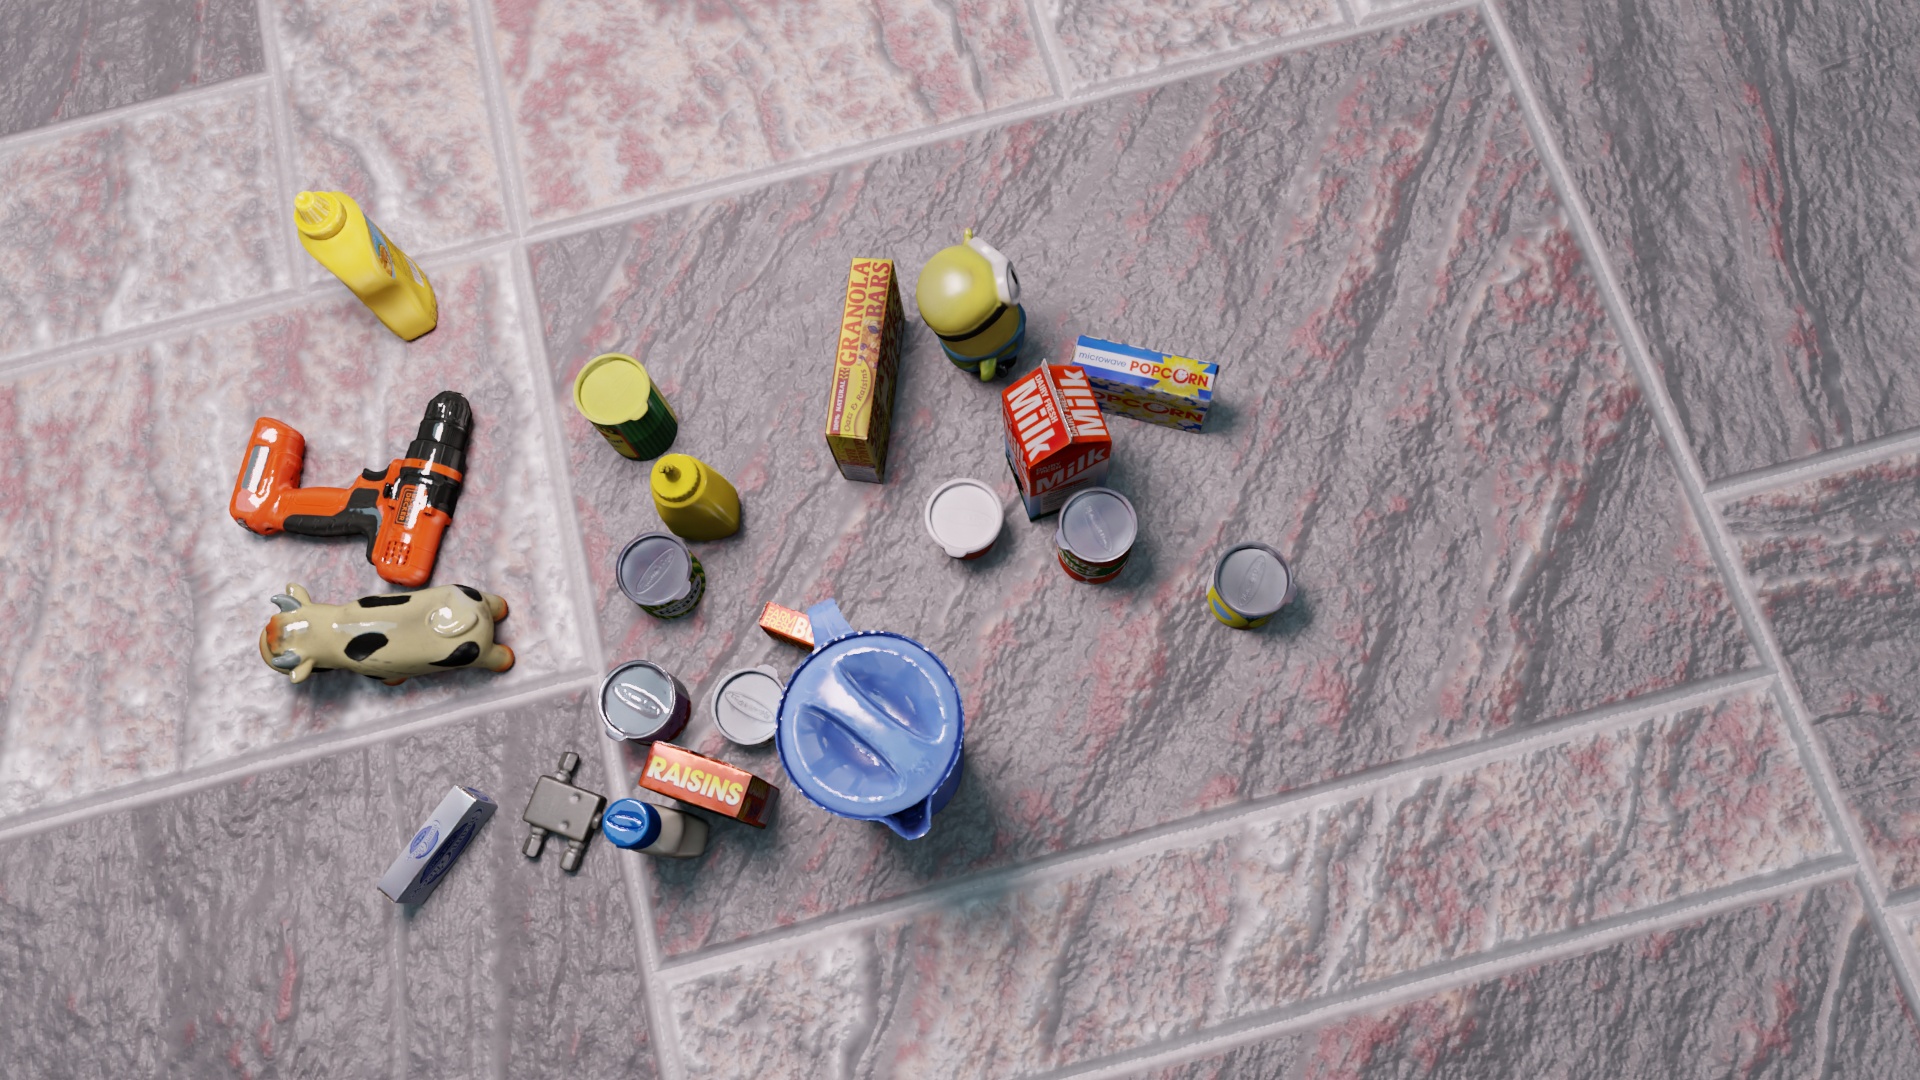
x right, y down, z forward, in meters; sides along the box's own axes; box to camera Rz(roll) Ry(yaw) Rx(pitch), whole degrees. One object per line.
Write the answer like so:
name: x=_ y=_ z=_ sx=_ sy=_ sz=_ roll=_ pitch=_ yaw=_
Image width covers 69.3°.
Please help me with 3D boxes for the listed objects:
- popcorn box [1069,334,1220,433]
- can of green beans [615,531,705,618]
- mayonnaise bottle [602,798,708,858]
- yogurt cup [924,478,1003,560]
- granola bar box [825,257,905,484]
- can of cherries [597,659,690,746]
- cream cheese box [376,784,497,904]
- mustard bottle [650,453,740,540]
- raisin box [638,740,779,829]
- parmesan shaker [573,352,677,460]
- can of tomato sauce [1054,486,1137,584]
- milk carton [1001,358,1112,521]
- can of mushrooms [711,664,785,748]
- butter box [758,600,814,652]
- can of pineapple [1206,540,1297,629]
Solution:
popcorn box: x=0.160 y=-0.138 z=1.232 sx=0.127 sy=0.085 sz=0.038 roll=13 pitch=75 yaw=6
can of green beans: x=-0.262 y=0.031 z=1.217 sx=0.071 sy=0.057 sz=0.071 roll=-1 pitch=74 yaw=3
mayonnaise bottle: x=-0.247 y=0.230 z=1.111 sx=0.065 sy=0.147 sz=0.041 roll=10 pitch=75 yaw=6
yogurt cup: x=0.004 y=-0.015 z=1.220 sx=0.072 sy=0.054 sz=0.072 roll=-1 pitch=74 yaw=3
granola bar box: x=-0.083 y=-0.148 z=1.226 sx=0.039 sy=0.124 sz=0.166 roll=6 pitch=74 yaw=4
can of cherries: x=-0.271 y=0.142 z=1.185 sx=0.071 sy=0.058 sz=0.071 roll=-1 pitch=74 yaw=3
cream cheese box: x=-0.437 y=0.254 z=1.163 sx=0.024 sy=0.053 sz=0.104 roll=34 pitch=78 yaw=11
mustard bottle: x=-0.231 y=-0.041 z=1.183 sx=0.065 sy=0.160 sz=0.049 roll=-6 pitch=74 yaw=1
raisin box: x=-0.202 y=0.200 z=1.131 sx=0.086 sy=0.123 sz=0.040 roll=17 pitch=76 yaw=8
parmesan shaker: x=-0.294 y=-0.115 z=1.238 sx=0.071 sy=0.103 sz=0.071 roll=-1 pitch=74 yaw=3
can of tomato sauce: x=0.115 y=-0.002 z=1.195 sx=0.071 sy=0.083 sz=0.071 roll=-1 pitch=74 yaw=3
milk carton: x=0.080 y=-0.085 z=1.165 sx=0.073 sy=0.190 sz=0.072 roll=-18 pitch=74 yaw=-2
can of mushrooms: x=-0.177 y=0.142 z=1.193 sx=0.071 sy=0.033 sz=0.071 roll=-1 pitch=74 yaw=3
butter box: x=-0.120 y=0.085 z=1.197 sx=0.103 sy=0.053 sz=0.024 roll=19 pitch=76 yaw=8
can of pineapple: x=0.248 y=0.041 z=1.190 sx=0.071 sy=0.057 sz=0.071 roll=-1 pitch=74 yaw=3
